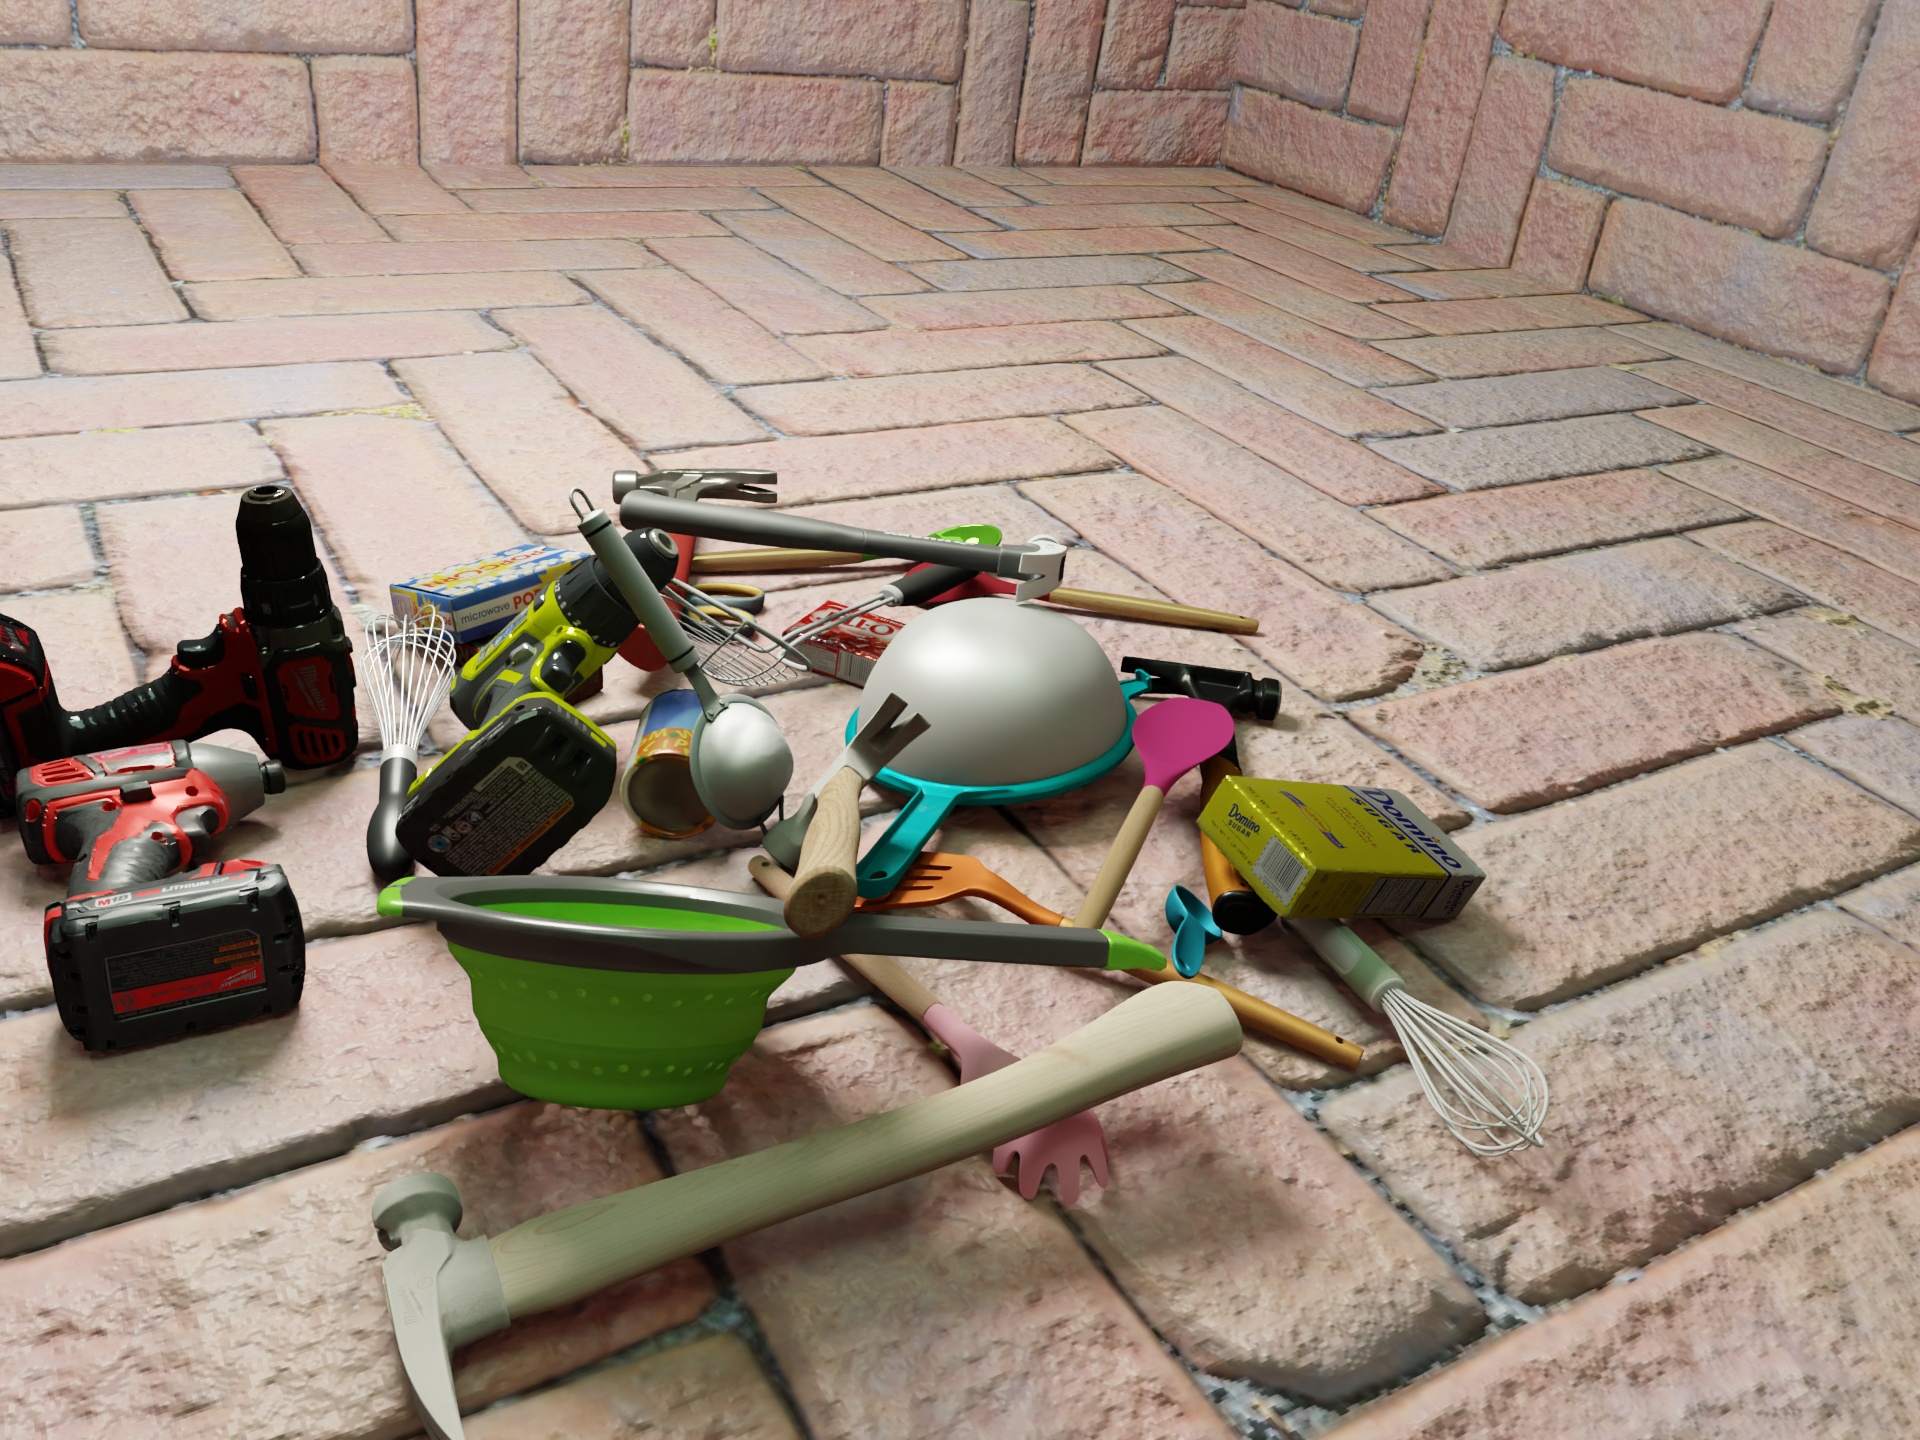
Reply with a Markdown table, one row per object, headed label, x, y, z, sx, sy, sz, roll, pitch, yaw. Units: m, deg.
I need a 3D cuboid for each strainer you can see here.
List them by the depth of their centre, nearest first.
| label | x | y | z | sx | sy | sz | roll | pitch | yaw |
| --- | --- | --- | --- | --- | --- | --- | --- | --- | --- |
| strainer | -0.163 | -0.030 | 0.969 | 0.050 | 0.258 | 0.087 | -16 | 23 | 39 |
| strainer | -0.002 | -0.003 | 1.070 | 0.211 | 0.095 | 0.340 | 7 | 27 | 19 |

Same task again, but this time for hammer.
| label | x | y | z | sx | sy | sz | roll | pitch | yaw |
| --- | --- | --- | --- | --- | --- | --- | --- | --- | --- |
| hammer | -0.046 | 0.207 | 0.725 | 0.410 | 0.038 | 0.146 | -15 | 36 | -21 |
| hammer | -0.065 | 0.055 | 0.844 | 0.031 | 0.130 | 0.331 | 40 | 4 | -7 |
| hammer | 0.175 | 0.043 | 1.109 | 0.127 | 0.034 | 0.337 | 8 | 27 | 1 |
| hammer | -0.087 | -0.135 | 1.189 | 0.335 | 0.035 | 0.146 | 8 | 14 | 1 |
| hammer | -0.229 | -0.135 | 1.309 | 0.149 | 0.036 | 0.359 | 0 | 28 | -5 |

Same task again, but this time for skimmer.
| label | x | y | z | sx | sy | sz | roll | pitch | yaw |
| --- | --- | --- | --- | --- | --- | --- | --- | --- | --- |
| skimmer | -0.085 | -0.105 | 1.202 | 0.127 | 0.090 | 0.363 | 26 | 32 | 27 |

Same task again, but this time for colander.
| label | x | y | z | sx | sy | sz | roll | pitch | yaw |
| --- | --- | --- | --- | --- | --- | --- | --- | --- | --- |
| colander | -0.088 | 0.142 | 0.803 | 0.397 | 0.094 | 0.204 | 6 | -1 | -14 |

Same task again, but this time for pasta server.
| label | x | y | z | sx | sy | sz | roll | pitch | yaw |
| --- | --- | --- | --- | --- | --- | --- | --- | --- | --- |
| pasta server | -0.032 | 0.156 | 0.884 | 0.060 | 0.040 | 0.316 | -16 | 32 | -35 |

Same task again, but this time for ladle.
| label | x | y | z | sx | sy | sz | roll | pitch | yaw |
| --- | --- | --- | --- | --- | --- | --- | --- | --- | --- |
| ladle | 0.103 | -0.104 | 1.378 | 0.315 | 0.031 | 0.069 | 8 | 30 | -1 |

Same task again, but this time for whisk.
| label | x | y | z | sx | sy | sz | roll | pitch | yaw |
| --- | --- | --- | --- | --- | --- | --- | --- | --- | --- |
| whisk | 0.250 | 0.163 | 0.915 | 0.059 | 0.058 | 0.247 | 32 | 10 | -33 |
| whisk | -0.366 | 0.009 | 1.043 | 0.070 | 0.070 | 0.285 | -2 | 35 | -15 |

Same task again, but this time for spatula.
| label | x | y | z | sx | sy | sz | roll | pitch | yaw |
| --- | --- | --- | --- | --- | --- | --- | --- | --- | --- |
| spatula | 0.080 | 0.140 | 0.942 | 0.323 | 0.041 | 0.081 | 22 | 31 | 17 |

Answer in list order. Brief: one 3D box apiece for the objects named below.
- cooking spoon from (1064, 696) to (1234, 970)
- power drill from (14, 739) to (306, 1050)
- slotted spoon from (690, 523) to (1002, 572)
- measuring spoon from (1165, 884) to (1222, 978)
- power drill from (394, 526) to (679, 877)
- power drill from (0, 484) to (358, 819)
| label | x | y | z | sx | sy | sz | roll | pitch | yaw |
| --- | --- | --- | --- | --- | --- | --- | --- | --- | --- |
| cooking spoon | 0.116 | 0.061 | 1.018 | 0.069 | 0.017 | 0.319 | 11 | 31 | 18 |
| power drill | -0.437 | 0.079 | 0.882 | 0.143 | 0.078 | 0.220 | -10 | 31 | -29 |
| slotted spoon | -0.113 | -0.146 | 1.403 | 0.313 | 0.031 | 0.070 | -5 | 30 | -18 |
| measuring spoon | 0.130 | 0.131 | 0.935 | 0.042 | 0.021 | 0.128 | 45 | 17 | 1 |
| power drill | -0.257 | -0.016 | 0.994 | 0.080 | 0.190 | 0.229 | 41 | 23 | -26 |
| power drill | -0.493 | -0.042 | 0.973 | 0.226 | 0.187 | 0.080 | -13 | 34 | -24 |
